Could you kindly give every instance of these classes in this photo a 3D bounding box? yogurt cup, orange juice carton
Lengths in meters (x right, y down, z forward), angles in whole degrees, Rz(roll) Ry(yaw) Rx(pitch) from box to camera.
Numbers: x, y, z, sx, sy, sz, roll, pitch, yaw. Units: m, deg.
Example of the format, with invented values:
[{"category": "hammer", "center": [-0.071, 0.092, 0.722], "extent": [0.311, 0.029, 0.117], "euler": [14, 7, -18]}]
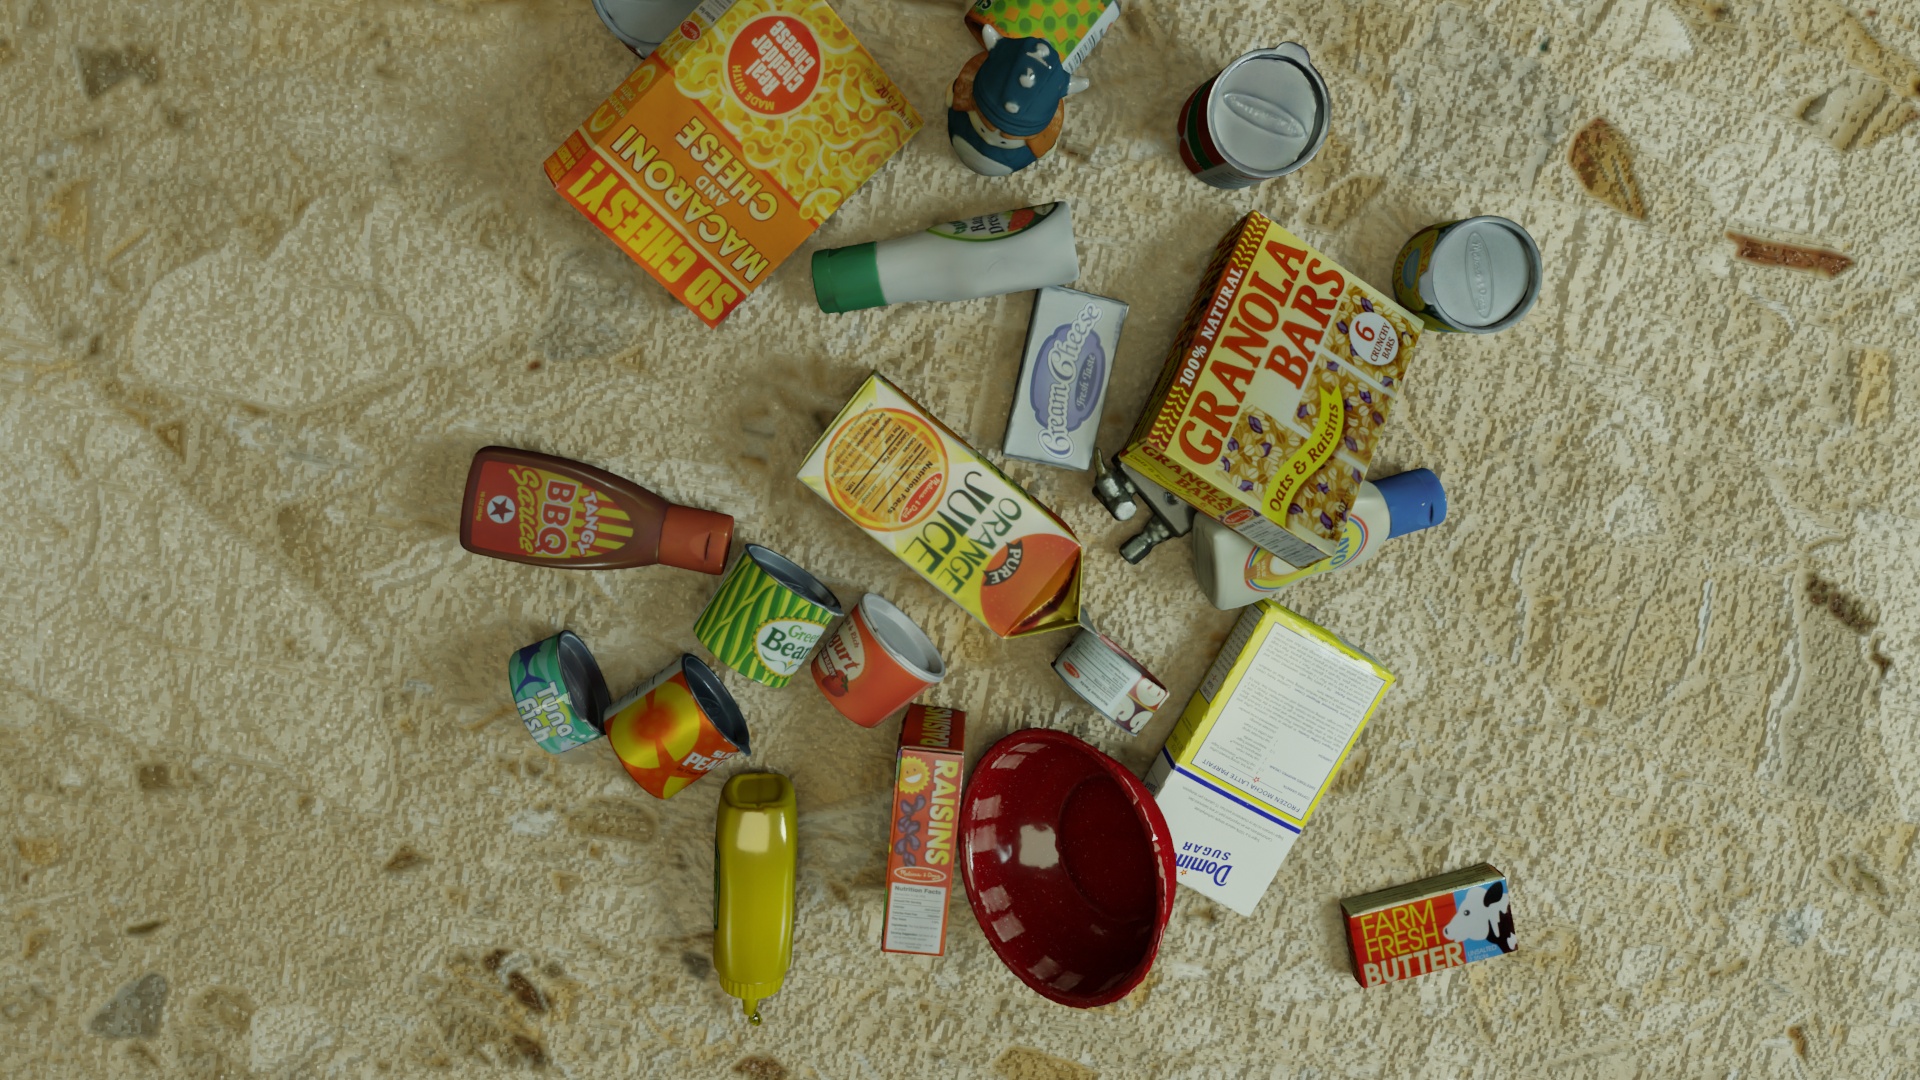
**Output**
[{"category": "yogurt cup", "center": [-0.050, 0.073, 0.815], "extent": [0.072, 0.072, 0.054], "euler": [44, 103, -9]}, {"category": "orange juice carton", "center": [0.003, -0.010, 0.800], "extent": [0.192, 0.072, 0.073], "euler": [38, 95, -8]}]

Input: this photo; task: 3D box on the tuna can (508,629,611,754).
[{"category": "tuna can", "center": [-0.231, 0.089, 0.803], "extent": [0.033, 0.071, 0.071], "euler": [-23, 100, 2]}]

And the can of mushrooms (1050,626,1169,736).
[{"category": "can of mushrooms", "center": [0.090, 0.083, 0.825], "extent": [0.071, 0.071, 0.033], "euler": [38, 94, -8]}]

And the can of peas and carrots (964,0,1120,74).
[{"category": "can of peas and carrots", "center": [0.043, -0.289, 0.762], "extent": [0.071, 0.071, 0.058], "euler": [38, 96, -8]}]

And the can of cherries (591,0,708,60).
[{"category": "can of cherries", "center": [-0.163, -0.293, 0.754], "extent": [0.071, 0.058, 0.071], "euler": [-1, 99, -4]}]

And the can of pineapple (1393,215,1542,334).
[{"category": "can of pineapple", "center": [0.289, -0.153, 0.802], "extent": [0.071, 0.058, 0.071], "euler": [0, 99, -3]}]

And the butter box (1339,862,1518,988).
[{"category": "butter box", "center": [0.296, 0.244, 0.881], "extent": [0.103, 0.024, 0.053], "euler": [-14, 99, -1]}]

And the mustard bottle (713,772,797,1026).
[{"category": "mustard bottle", "center": [-0.124, 0.223, 0.835], "extent": [0.049, 0.065, 0.159], "euler": [2, 103, -8]}]

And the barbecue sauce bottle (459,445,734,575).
[{"category": "barbecue sauce bottle", "center": [-0.208, -0.011, 0.802], "extent": [0.149, 0.044, 0.064], "euler": [11, 97, -5]}]

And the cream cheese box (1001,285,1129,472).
[{"category": "cream cheese box", "center": [0.060, -0.095, 0.814], "extent": [0.053, 0.024, 0.103], "euler": [12, 98, -5]}]

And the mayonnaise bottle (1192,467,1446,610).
[{"category": "mayonnaise bottle", "center": [0.212, -0.007, 0.820], "extent": [0.148, 0.041, 0.064], "euler": [-16, 125, -9]}]

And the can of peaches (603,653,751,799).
[{"category": "can of peaches", "center": [-0.164, 0.111, 0.811], "extent": [0.058, 0.071, 0.071], "euler": [-33, 99, 3]}]

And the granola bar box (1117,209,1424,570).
[{"category": "granola bar box", "center": [0.176, -0.085, 0.779], "extent": [0.124, 0.039, 0.166], "euler": [31, 67, -9]}]

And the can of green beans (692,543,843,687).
[{"category": "can of green beans", "center": [-0.112, 0.044, 0.805], "extent": [0.071, 0.071, 0.057], "euler": [34, 96, -8]}]

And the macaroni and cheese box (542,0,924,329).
[{"category": "macaroni and cheese box", "center": [-0.120, -0.214, 0.750], "extent": [0.166, 0.040, 0.123], "euler": [-43, 131, 4]}]

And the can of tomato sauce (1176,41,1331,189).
[{"category": "can of tomato sauce", "center": [0.160, -0.233, 0.769], "extent": [0.071, 0.083, 0.071], "euler": [-1, 99, -3]}]

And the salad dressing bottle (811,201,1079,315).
[{"category": "salad dressing bottle", "center": [-0.009, -0.157, 0.785], "extent": [0.148, 0.064, 0.043], "euler": [-9, 117, 6]}]

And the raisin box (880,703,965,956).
[{"category": "raisin box", "center": [-0.022, 0.168, 0.819], "extent": [0.040, 0.086, 0.123], "euler": [6, 99, 1]}]
